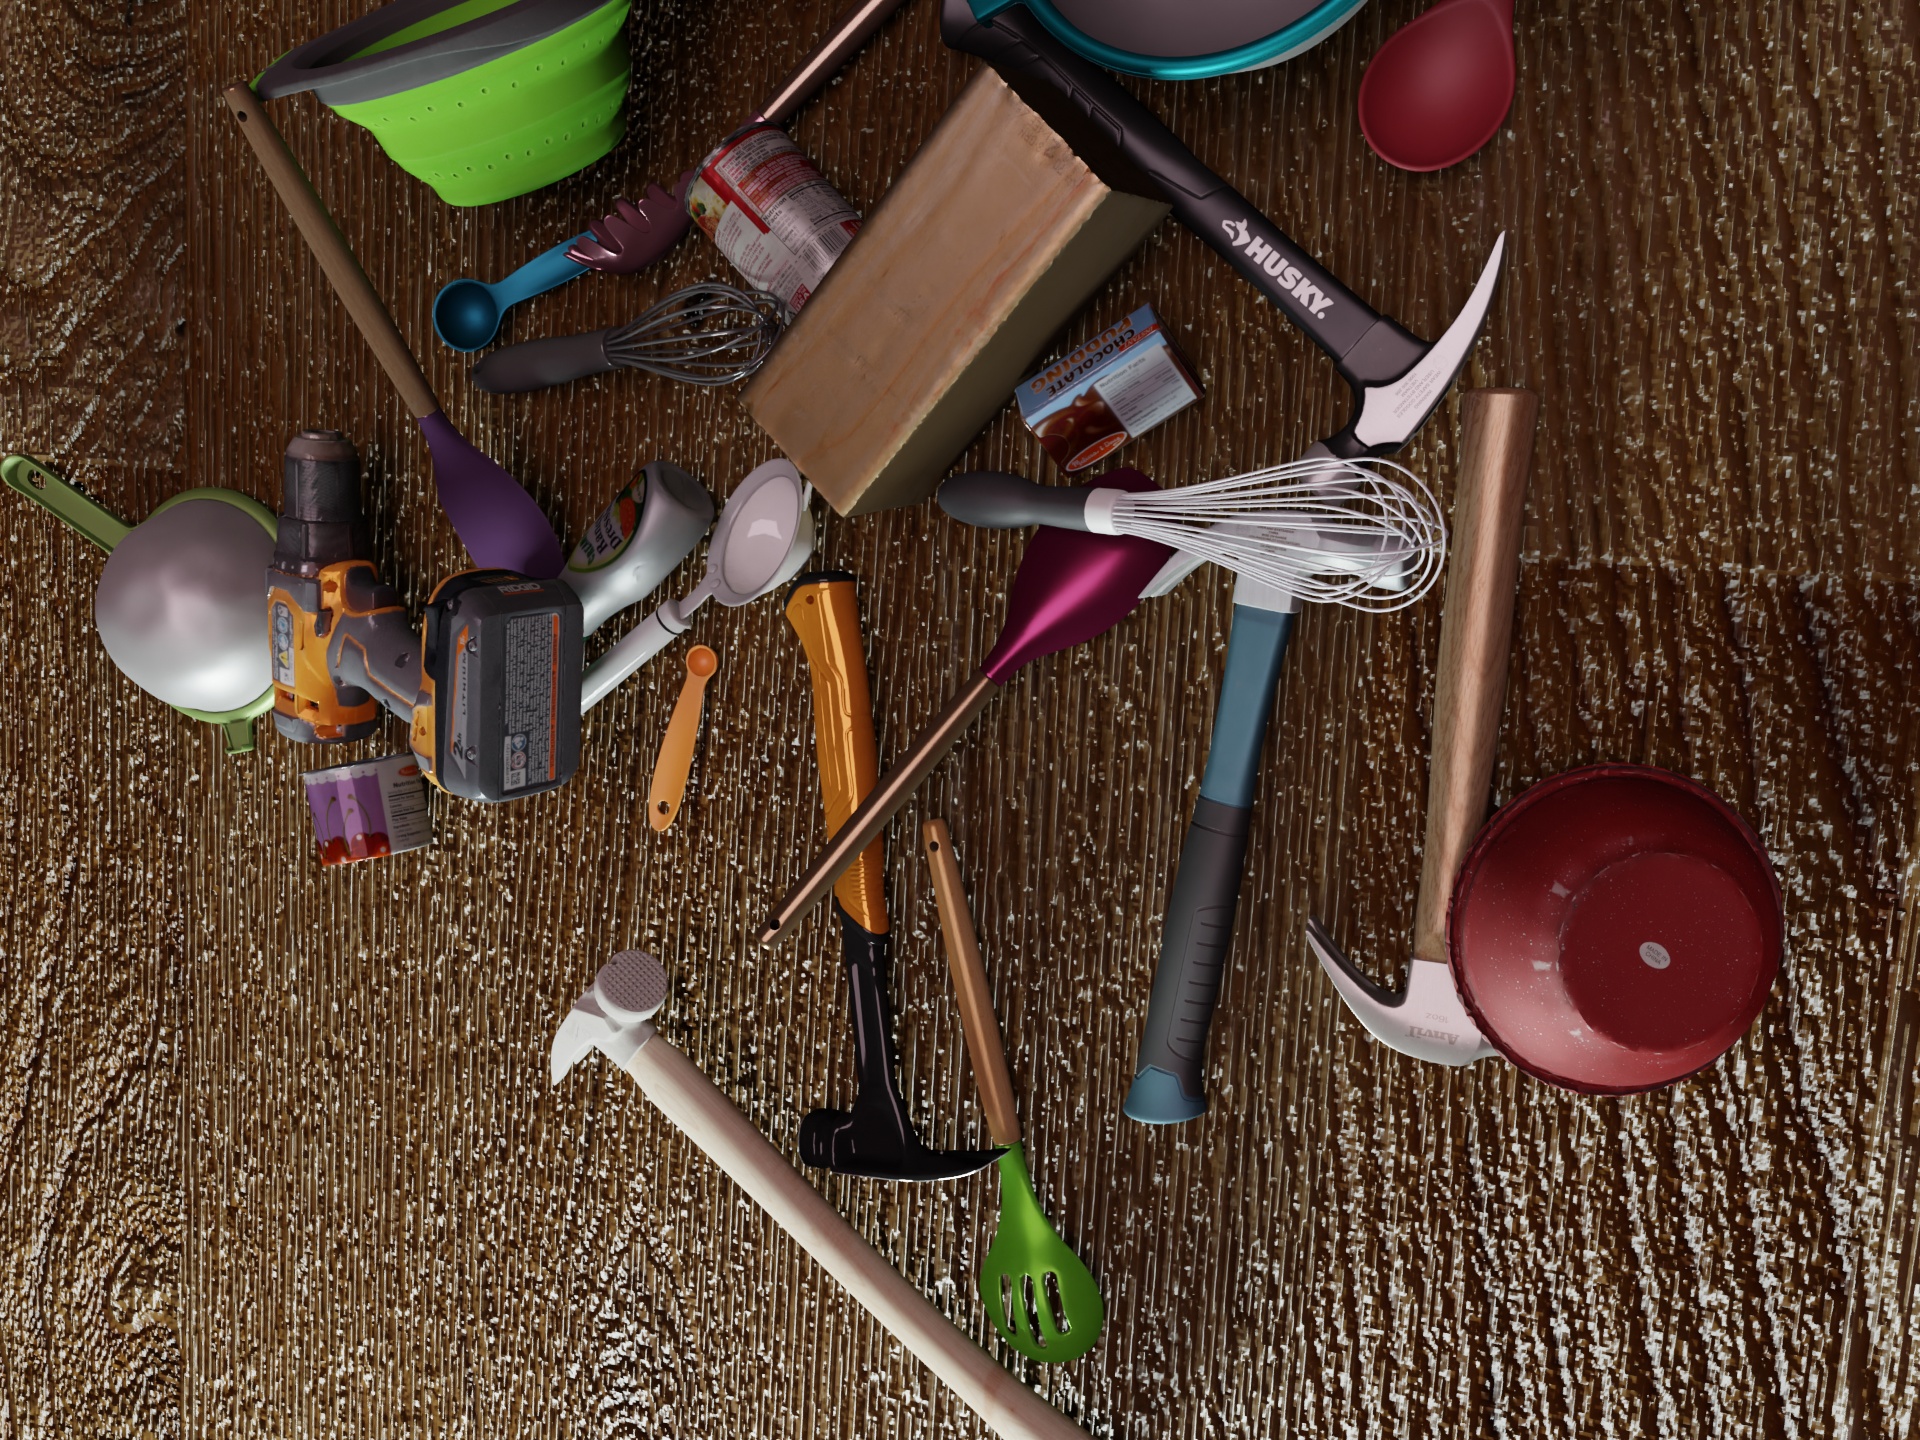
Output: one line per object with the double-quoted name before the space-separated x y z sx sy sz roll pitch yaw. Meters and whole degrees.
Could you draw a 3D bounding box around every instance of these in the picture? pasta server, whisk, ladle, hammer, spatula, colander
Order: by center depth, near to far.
"ladle" 0.275 -0.402 0.732 0.069 0.031 0.315 27 101 11
"whisk" 0.099 -0.098 0.772 0.285 0.070 0.070 11 100 38
"hammer" 0.245 0.005 0.781 0.130 0.031 0.331 6 97 17
"hammer" 0.116 -0.270 0.793 0.335 0.035 0.146 45 107 9
"hammer" 0.134 0.054 0.814 0.128 0.033 0.331 16 103 26
"colander" -0.168 -0.365 0.844 0.397 0.205 0.094 -18 125 4
"pasta server" -0.090 -0.347 0.849 0.316 0.060 0.040 -40 113 14
"spatula" -0.300 -0.190 0.862 0.060 0.018 0.315 -11 126 19
"whisk" -0.189 -0.201 0.870 0.239 0.055 0.055 0 96 36
"hammer" -0.051 0.085 0.875 0.127 0.034 0.337 -5 92 34
"hammer" -0.068 0.302 0.895 0.410 0.038 0.146 43 140 3

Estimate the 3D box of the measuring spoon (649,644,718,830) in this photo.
"measuring spoon" -0.161 0.011 0.927 0.021 0.011 0.117 21 105 15

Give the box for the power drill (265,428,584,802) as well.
"power drill" -0.315 -0.061 0.904 0.226 0.084 0.185 16 109 34

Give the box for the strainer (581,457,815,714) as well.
"strainer" -0.155 -0.064 0.900 0.258 0.050 0.087 -36 47 24

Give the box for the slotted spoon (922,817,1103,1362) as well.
"slotted spoon" 0.018 0.208 0.879 0.070 0.031 0.314 -13 90 21

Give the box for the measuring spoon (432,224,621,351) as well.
"measuring spoon" -0.247 -0.254 0.926 0.128 0.021 0.042 -24 92 10

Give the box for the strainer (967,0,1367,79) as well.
"strainer" 0.183 -0.365 0.716 0.340 0.095 0.211 23 97 22

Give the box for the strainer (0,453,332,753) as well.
"strainer" -0.528 -0.099 1.001 0.256 0.069 0.151 33 105 11

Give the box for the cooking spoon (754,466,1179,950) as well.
"cooking spoon" -0.001 -0.003 0.834 0.069 0.017 0.319 41 93 14
